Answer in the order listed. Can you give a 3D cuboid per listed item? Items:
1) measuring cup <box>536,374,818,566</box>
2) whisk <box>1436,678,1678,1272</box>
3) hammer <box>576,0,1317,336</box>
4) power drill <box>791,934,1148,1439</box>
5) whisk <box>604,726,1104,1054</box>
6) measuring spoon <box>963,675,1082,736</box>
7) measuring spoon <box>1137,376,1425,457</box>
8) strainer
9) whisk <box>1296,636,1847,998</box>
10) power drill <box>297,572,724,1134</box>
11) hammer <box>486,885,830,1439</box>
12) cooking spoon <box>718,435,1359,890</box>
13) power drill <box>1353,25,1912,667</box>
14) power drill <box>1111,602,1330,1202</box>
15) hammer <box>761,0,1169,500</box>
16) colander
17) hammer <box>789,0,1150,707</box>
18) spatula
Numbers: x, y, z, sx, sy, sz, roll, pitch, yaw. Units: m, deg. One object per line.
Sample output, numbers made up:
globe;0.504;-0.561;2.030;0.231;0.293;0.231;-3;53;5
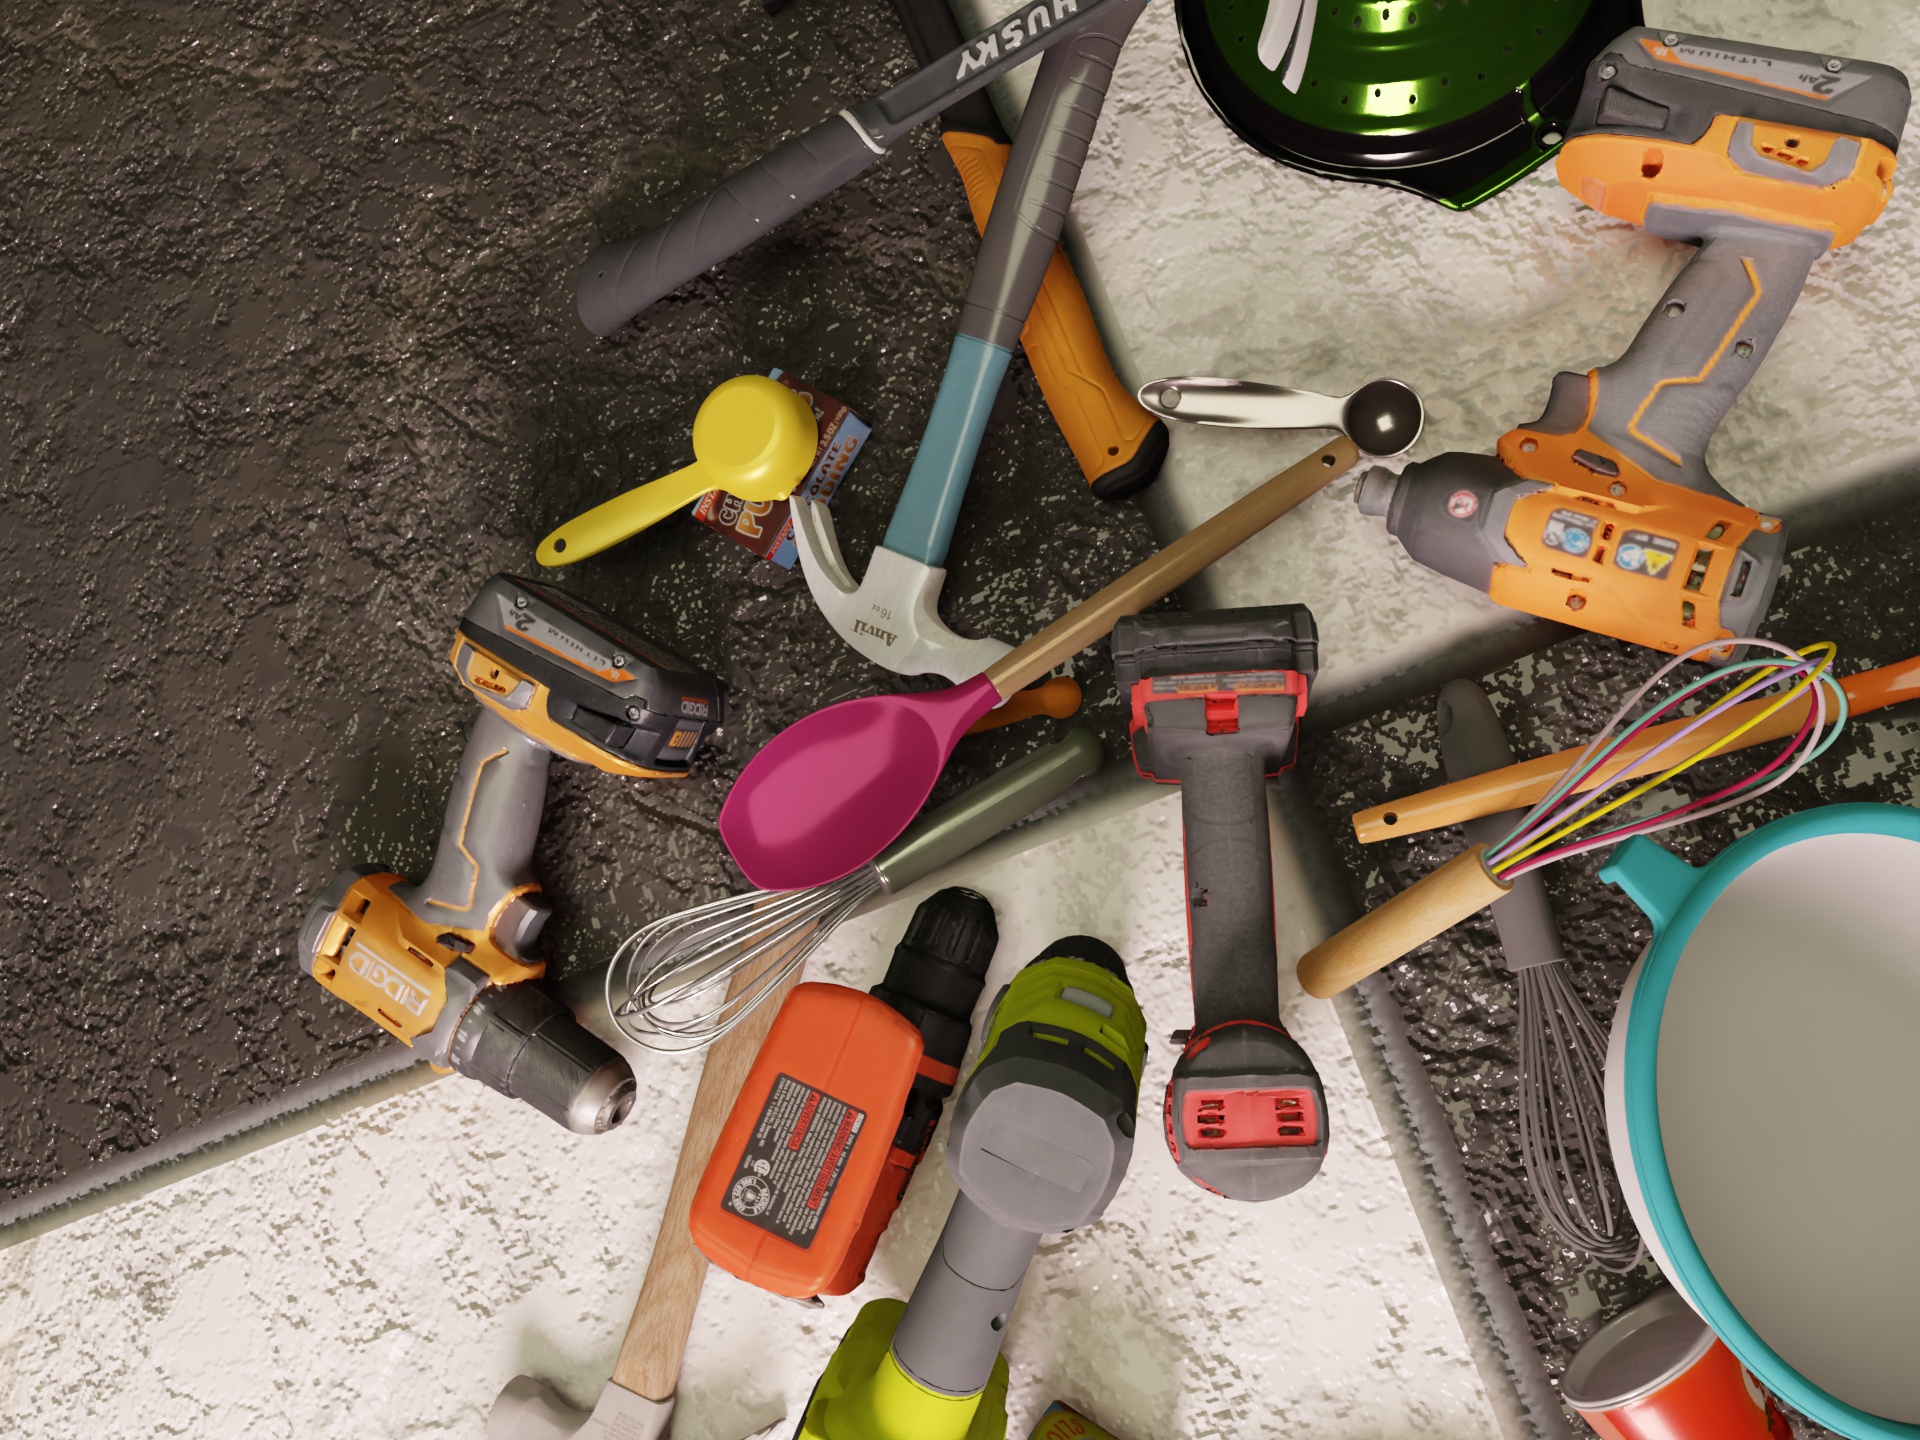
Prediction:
measuring cup;-0.141;-0.113;0.752;0.156;0.029;0.062;-25;74;12
whisk;0.231;0.096;0.634;0.055;0.055;0.239;-16;74;14
hammer;-0.027;-0.264;0.703;0.409;0.036;0.149;-19;72;34
power drill;0.011;0.199;0.629;0.080;0.190;0.228;22;102;5
whisk;-0.044;0.069;0.697;0.246;0.058;0.059;-30;87;-6
measuring spoon;-0.001;-0.002;0.736;0.117;0.011;0.021;-11;79;15
measuring spoon;0.140;-0.137;0.699;0.124;0.018;0.034;7;98;8
strainer;0.312;0.203;0.549;0.211;0.095;0.340;0;77;-11
whisk;0.221;0.044;0.601;0.051;0.047;0.245;32;130;-19
power drill;-0.196;0.067;0.753;0.185;0.084;0.226;30;96;18
hammer;-0.110;0.196;0.731;0.130;0.031;0.331;16;87;19
cooking spoon;0.036;-0.029;0.682;0.319;0.017;0.069;-34;77;1
power drill;0.265;-0.150;0.641;0.164;0.084;0.226;18;92;19
power drill;0.106;0.075;0.632;0.078;0.143;0.220;-3;75;7
hammer;0.009;-0.253;0.756;0.127;0.034;0.337;-25;76;12
colander;0.144;-0.412;0.705;0.204;0.094;0.397;-36;74;9
hammer;0.017;-0.181;0.709;0.128;0.033;0.331;23;99;23
spatula;0.312;0.001;0.614;0.322;0.041;0.081;-16;76;11
